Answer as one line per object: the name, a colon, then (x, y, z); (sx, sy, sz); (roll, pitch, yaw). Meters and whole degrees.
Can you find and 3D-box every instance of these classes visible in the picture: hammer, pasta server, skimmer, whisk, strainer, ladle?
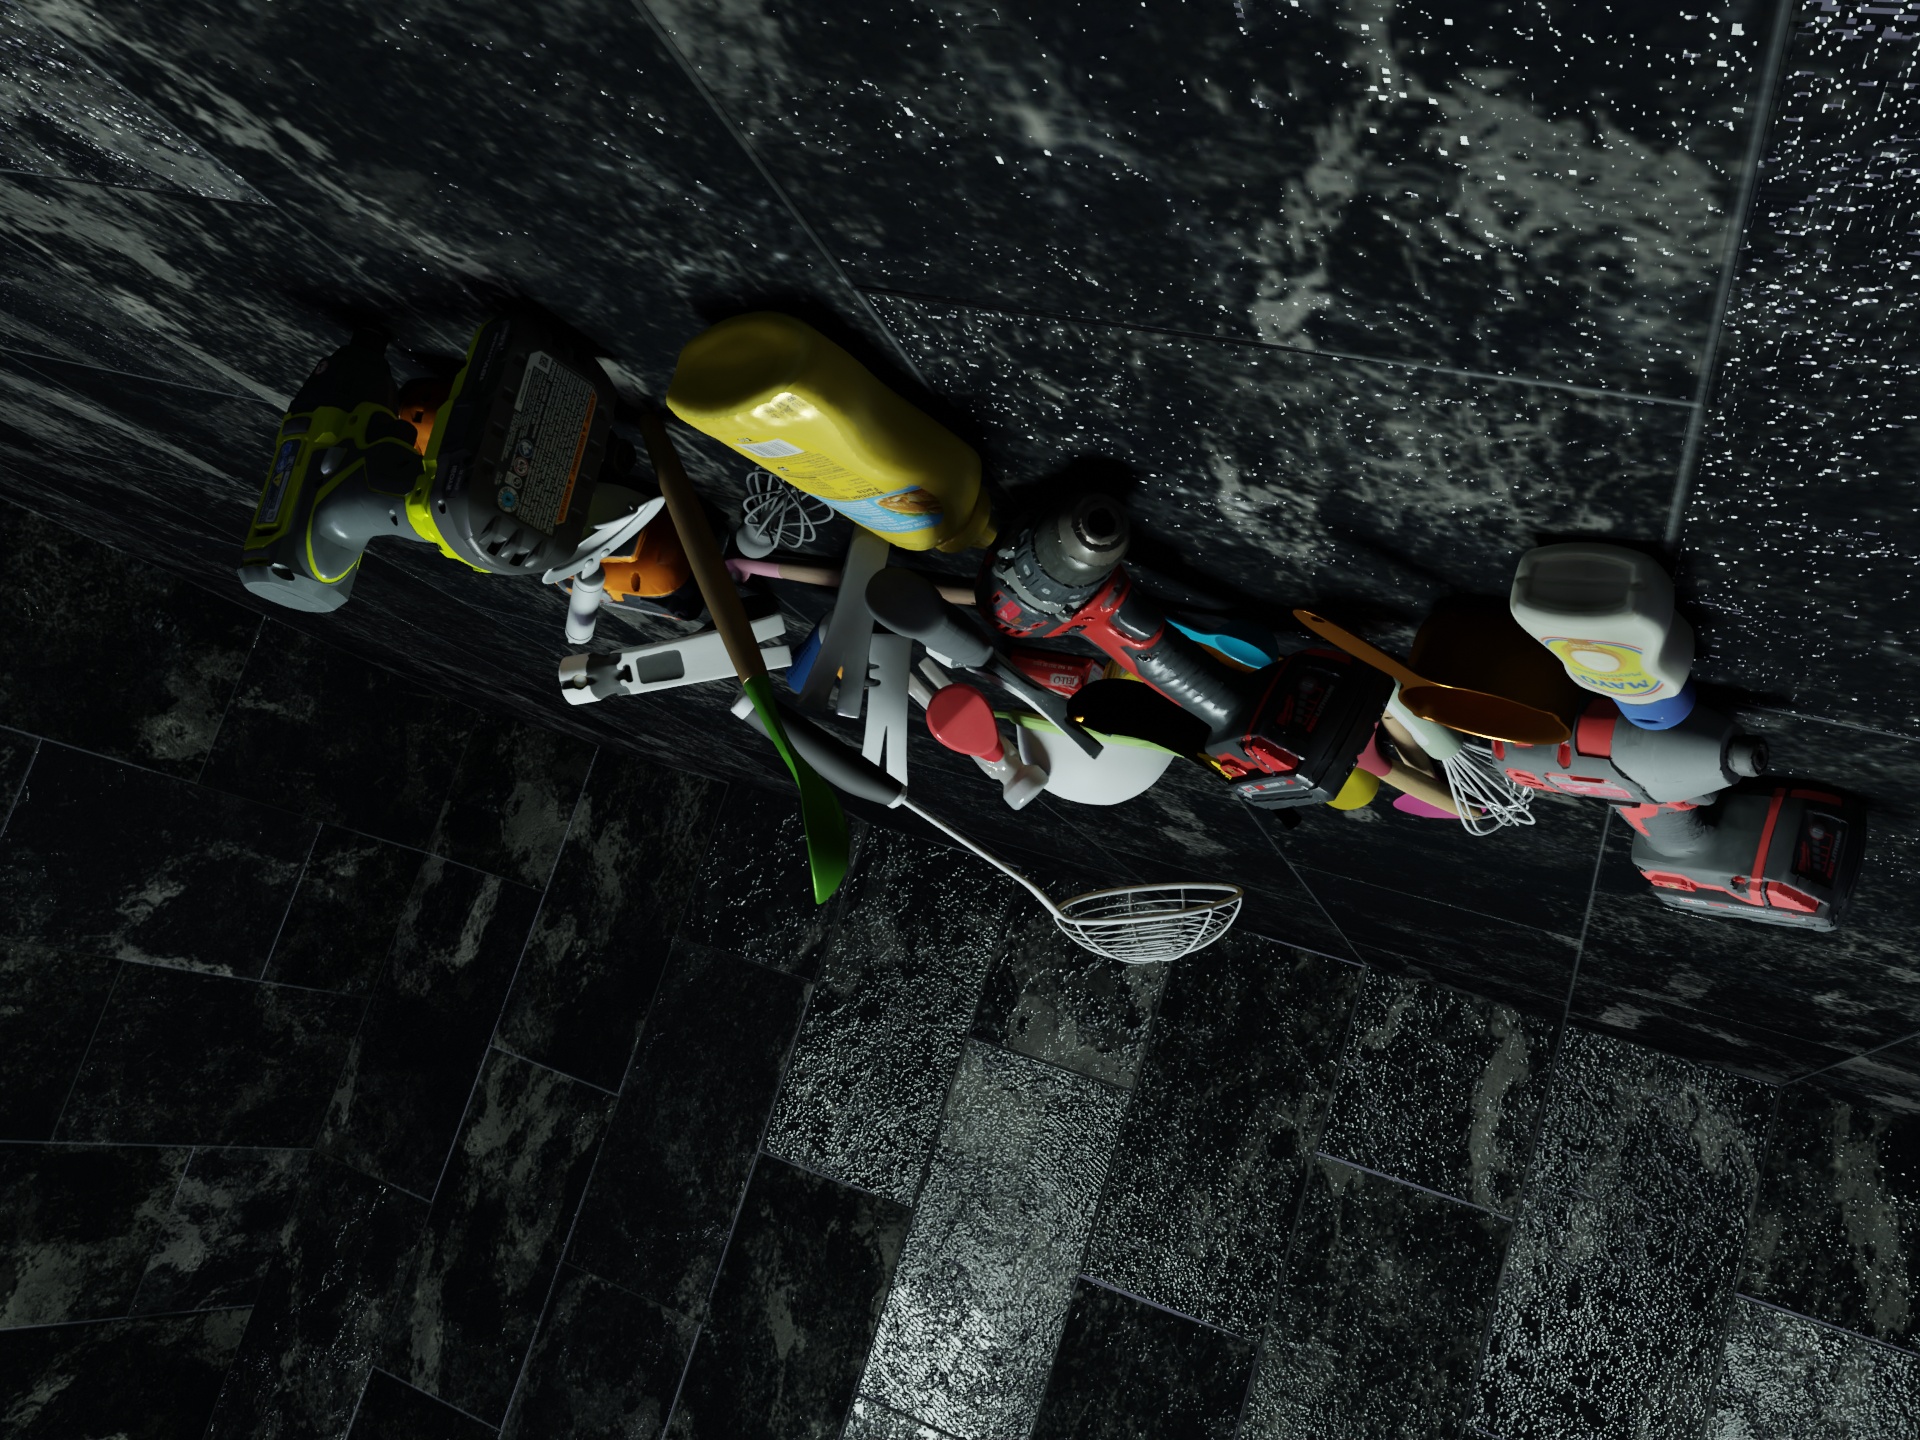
hammer: (-0.073, -0.032, 1.210); (0.034, 0.127, 0.337); (2, -175, -9)
pasta server: (-0.109, -0.100, 1.156); (0.316, 0.040, 0.060); (11, 175, 33)
skimmer: (0.022, 0.056, 1.046); (0.363, 0.090, 0.127); (34, 170, -15)
whisk: (0.313, 0.018, 1.021); (0.246, 0.059, 0.058); (34, -173, -45)
strainer: (-0.233, -0.094, 0.992); (0.050, 0.087, 0.258); (52, 156, 3)
hammer: (-0.176, -0.064, 1.180); (0.146, 0.035, 0.335); (-10, -171, 6)
hammer: (-0.002, -0.004, 1.101); (0.143, 0.038, 0.386); (46, 180, 6)
ladle: (0.298, 0.036, 1.080); (0.069, 0.031, 0.315); (-37, 148, 23)
hammer: (-0.086, -0.056, 1.042); (0.035, 0.144, 0.405); (14, 172, -8)
hammer: (0.012, -0.037, 0.939); (0.149, 0.036, 0.409); (34, -178, 10)
whisk: (-0.119, -0.127, 1.013); (0.055, 0.055, 0.239); (20, 175, -12)
strainer: (0.142, 0.042, 1.273); (0.151, 0.069, 0.256); (6, -174, -40)

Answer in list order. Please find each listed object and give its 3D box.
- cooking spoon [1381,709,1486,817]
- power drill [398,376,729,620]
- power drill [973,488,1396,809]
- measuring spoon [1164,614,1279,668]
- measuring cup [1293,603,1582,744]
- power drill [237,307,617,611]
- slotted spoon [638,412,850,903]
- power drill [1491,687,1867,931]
cooking spoon: (0.332, 0.032, 1.146); (0.069, 0.017, 0.318); (0, 164, 24)
power drill: (-0.242, -0.143, 1.039); (0.164, 0.084, 0.226); (12, 166, 24)
power drill: (0.119, -0.044, 0.866); (0.226, 0.080, 0.188); (32, 169, -6)
measuring spoon: (0.140, -0.064, 0.978); (0.129, 0.021, 0.042); (24, 169, 28)
measuring cup: (0.240, -0.041, 0.800); (0.173, 0.052, 0.095); (24, 169, -24)
power drill: (-0.302, -0.151, 0.885); (0.223, 0.171, 0.080); (1, 162, 35)
slotted spoon: (-0.122, -0.045, 0.883); (0.031, 0.314, 0.070); (-22, 160, -9)
power drill: (0.415, 0.044, 0.897); (0.219, 0.078, 0.143); (28, 166, -35)
